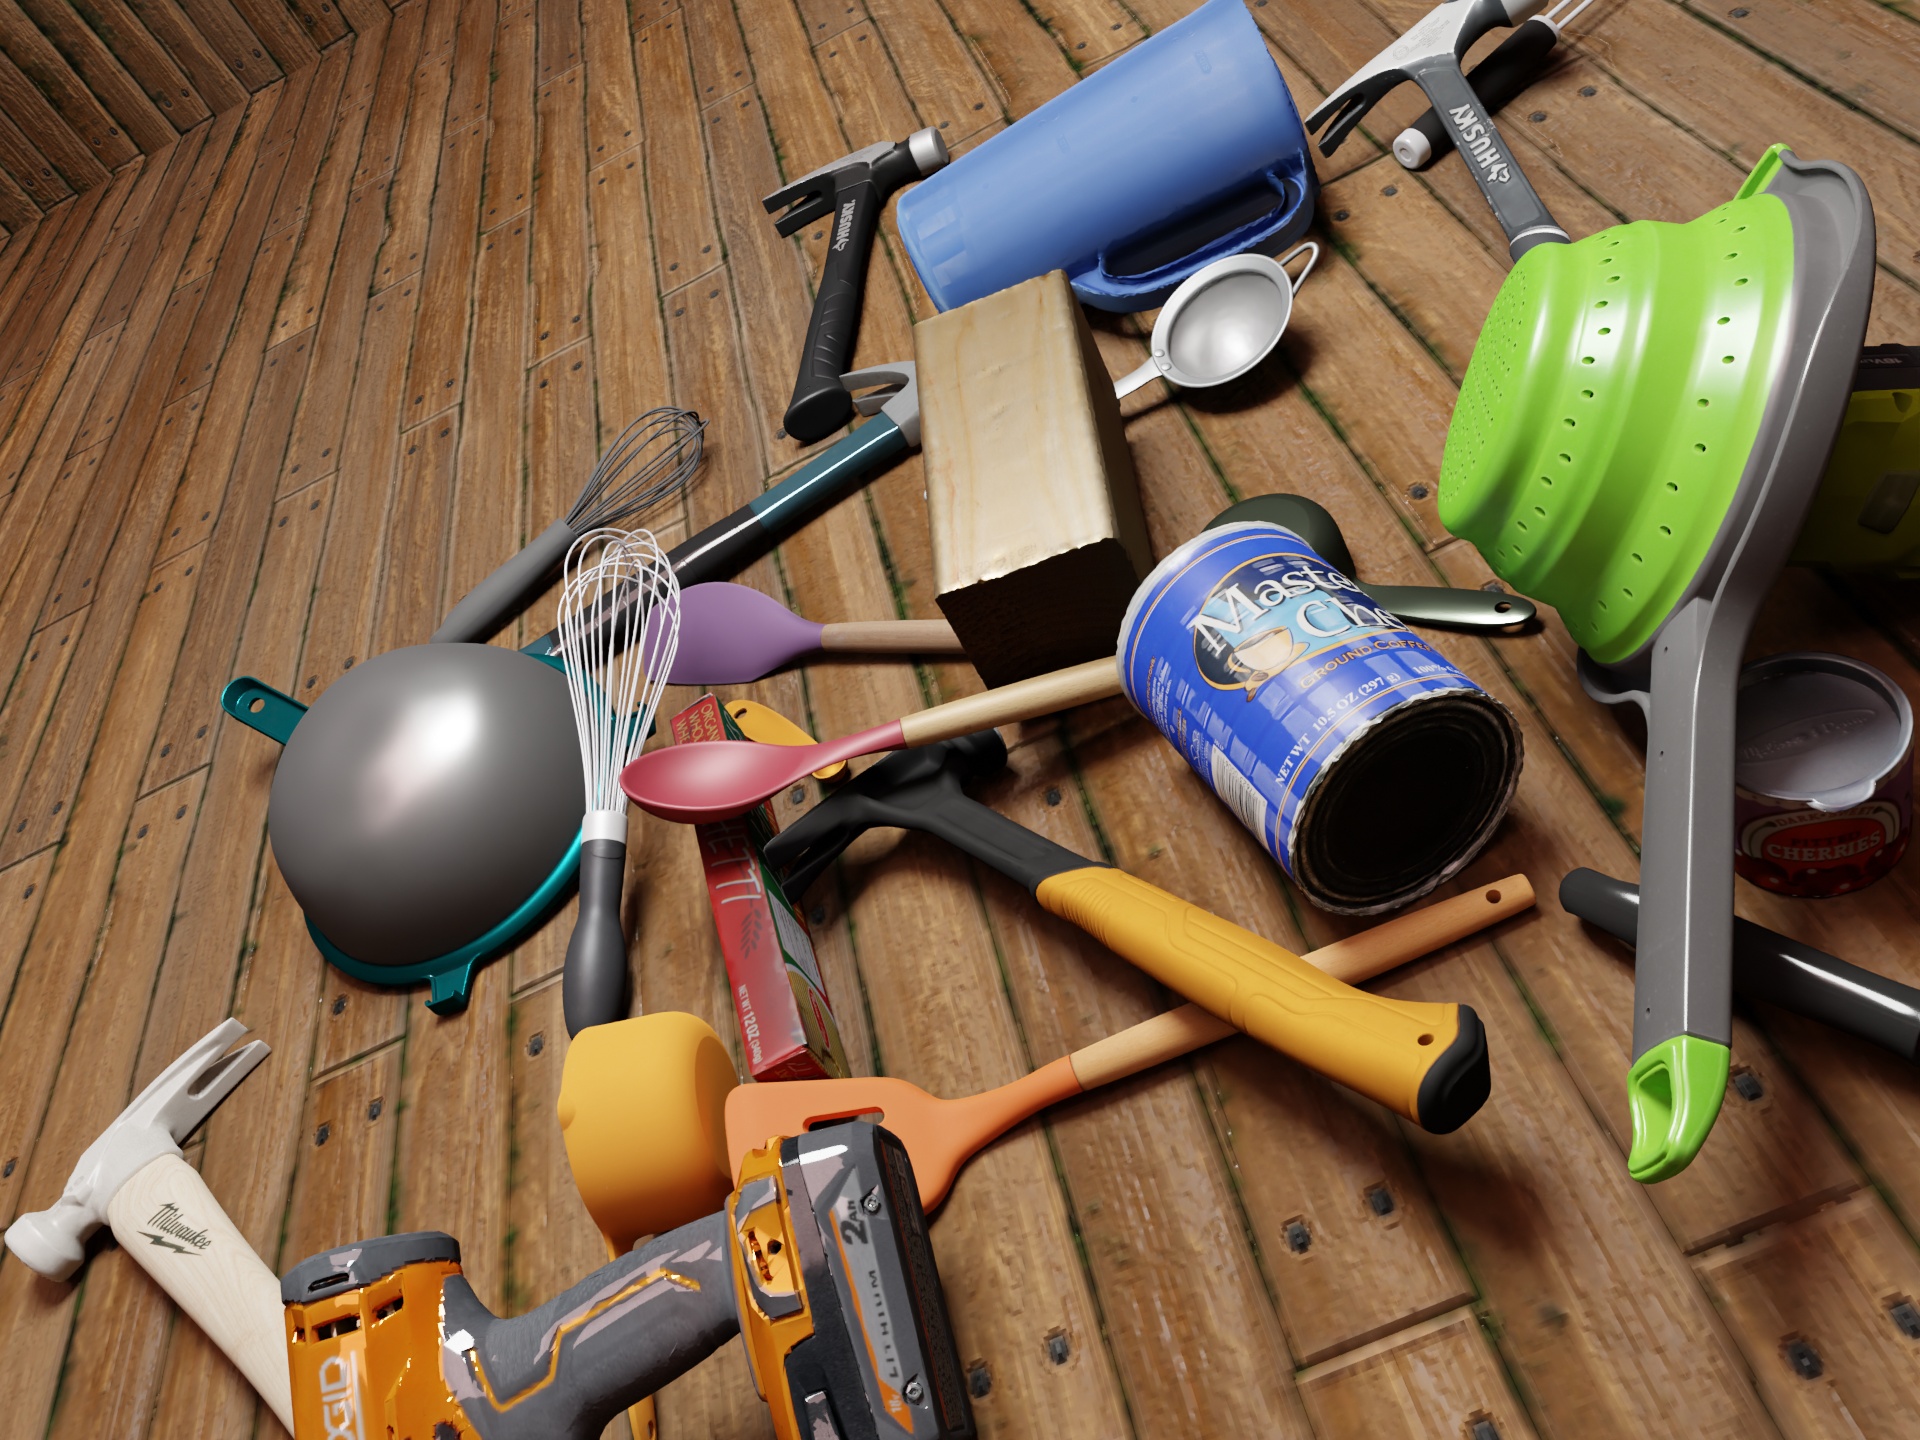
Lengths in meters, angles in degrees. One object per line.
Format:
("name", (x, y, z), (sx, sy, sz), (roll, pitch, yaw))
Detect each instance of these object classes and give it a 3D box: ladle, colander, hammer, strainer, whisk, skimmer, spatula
("ladle", (-0.001, -0.002, 0.729), (0.315, 0.031, 0.069), (-15, 26, 3))
("colander", (0.217, -0.045, 0.548), (0.094, 0.204, 0.397), (15, 60, 5))
("hammer", (-0.134, -0.115, 0.974), (0.331, 0.033, 0.128), (-34, 42, -2))
("hammer", (-0.291, 0.267, 0.696), (0.411, 0.038, 0.146), (20, 61, 42))
("strainer", (0.090, -0.187, 0.901), (0.258, 0.050, 0.087), (-27, 52, 15))
("whisk", (-0.179, 0.026, 0.806), (0.070, 0.070, 0.285), (-12, 63, 22))
("strainer", (-0.347, 0.012, 0.900), (0.341, 0.095, 0.211), (20, 69, 34))
("hammer", (0.288, -0.255, 0.822), (0.149, 0.036, 0.409), (-29, 45, 24))
("skimmer", (0.390, -0.473, 0.950), (0.363, 0.090, 0.127), (-42, 58, -8))
("hammer", (-0.091, -0.313, 1.139), (0.146, 0.035, 0.335), (-14, 44, 19))
("whisk", (0.309, 0.101, 0.472), (0.073, 0.073, 0.296), (-46, 38, -16))
("hammer", (0.055, 0.077, 0.623), (0.127, 0.034, 0.337), (-35, 33, -24))
("whisk", (-0.258, -0.124, 1.052), (0.239, 0.055, 0.055), (-43, 42, -6))
("spatula", (-0.050, -0.047, 0.859), (0.316, 0.018, 0.060), (2, 85, 30))
("spatula", (0.065, 0.124, 0.610), (0.322, 0.041, 0.081), (-24, 57, 7))

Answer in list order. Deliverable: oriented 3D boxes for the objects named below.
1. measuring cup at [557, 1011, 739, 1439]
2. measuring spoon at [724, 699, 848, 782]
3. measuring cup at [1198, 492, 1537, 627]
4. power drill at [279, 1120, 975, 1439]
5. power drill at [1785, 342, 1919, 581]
("measuring cup", (-0.113, 0.200, 0.631), (0.052, 0.095, 0.174), (-17, 62, 6))
("measuring spoon", (-0.094, 0.011, 0.846), (0.021, 0.011, 0.117), (-43, 38, -18))
("measuring cup", (0.179, -0.068, 0.728), (0.168, 0.038, 0.083), (12, 57, 41))
("power drill", (-0.116, 0.239, 0.542), (0.226, 0.084, 0.164), (-17, 67, 3))
("power drill", (0.361, -0.040, 0.521), (0.171, 0.080, 0.223), (-2, 39, -12))
